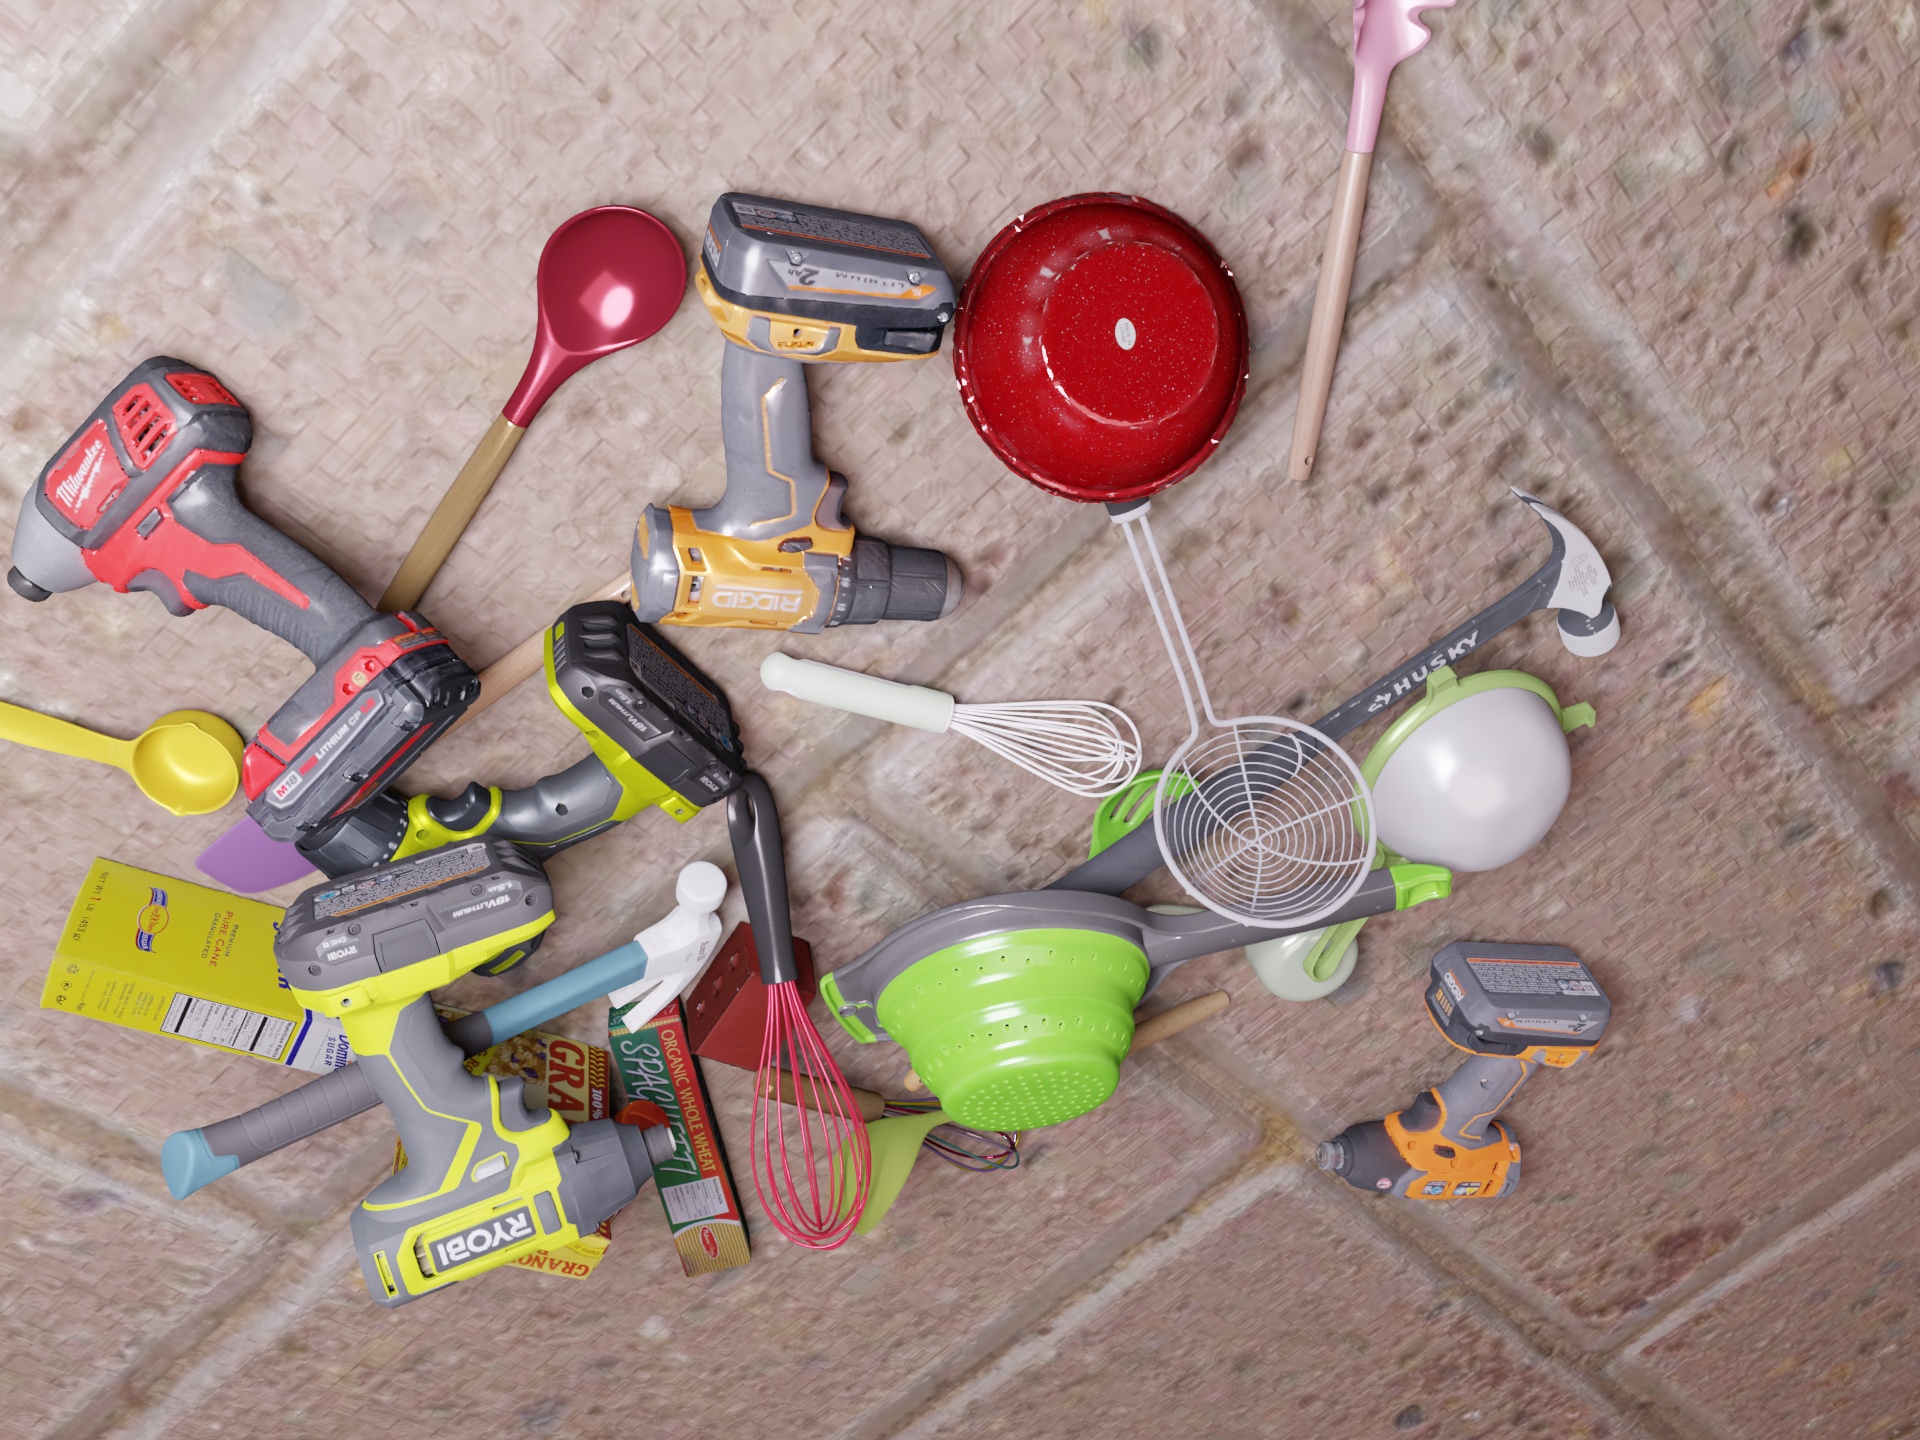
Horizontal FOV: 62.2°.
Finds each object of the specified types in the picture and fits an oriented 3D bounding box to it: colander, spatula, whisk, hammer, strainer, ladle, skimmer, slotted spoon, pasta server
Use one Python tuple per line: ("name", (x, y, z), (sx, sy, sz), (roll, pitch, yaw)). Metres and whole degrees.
("colander", (0.116, 0.174, 0.982), (0.397, 0.095, 0.204), (-14, 145, 6))
("spatula", (-0.303, 0.008, 0.906), (0.316, 0.018, 0.059), (-35, 135, 10))
("whisk", (-0.044, 0.275, 1.093), (0.244, 0.051, 0.047), (26, 123, -39))
("hammer", (0.220, 0.009, 0.986), (0.409, 0.036, 0.149), (-34, 134, 4))
("strainer", (0.304, 0.088, 1.019), (0.151, 0.069, 0.256), (11, 120, -32))
("hammer", (-0.288, 0.183, 0.920), (0.331, 0.033, 0.128), (-22, 151, -32))
("ladle", (0.056, 0.257, 1.079), (0.320, 0.078, 0.062), (-18, 81, -24))
("whisk", (-0.105, 0.177, 0.967), (0.073, 0.073, 0.296), (-10, 91, -7))
("skimmer", (0.126, -0.057, 0.874), (0.127, 0.090, 0.363), (-26, 109, -9))
("slotted spoon", (0.054, 0.144, 1.070), (0.070, 0.031, 0.313), (26, 114, -30))
("ladle", (-0.243, -0.135, 0.826), (0.069, 0.031, 0.315), (30, 112, -25))
("pasta server", (0.210, -0.272, 0.841), (0.060, 0.040, 0.316), (-9, 125, -20))
("whisk", (-0.002, -0.003, 0.958), (0.246, 0.058, 0.059), (14, 83, -18))

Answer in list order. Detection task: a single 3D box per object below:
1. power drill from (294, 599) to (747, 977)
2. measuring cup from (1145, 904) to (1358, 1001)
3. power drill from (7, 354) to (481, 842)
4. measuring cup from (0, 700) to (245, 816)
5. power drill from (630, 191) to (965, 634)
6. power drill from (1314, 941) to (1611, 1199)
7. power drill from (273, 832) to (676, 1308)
("power drill", (-0.255, 0.036, 0.888), (0.228, 0.080, 0.190), (-33, 131, 12))
("measuring cup", (0.202, 0.155, 1.103), (0.167, 0.038, 0.083), (12, 118, -22))
("power drill", (-0.359, -0.053, 0.780), (0.143, 0.078, 0.219), (-42, 93, 10))
("measuring cup", (-0.469, 0.007, 0.868), (0.156, 0.029, 0.062), (17, 117, -9))
("power drill", (-0.066, -0.143, 0.833), (0.185, 0.084, 0.226), (3, 125, -22))
("power drill", (0.370, 0.274, 1.194), (0.164, 0.084, 0.226), (4, 124, -15))
("power drill", (-0.256, 0.183, 0.846), (0.171, 0.080, 0.223), (-18, 108, -19))
